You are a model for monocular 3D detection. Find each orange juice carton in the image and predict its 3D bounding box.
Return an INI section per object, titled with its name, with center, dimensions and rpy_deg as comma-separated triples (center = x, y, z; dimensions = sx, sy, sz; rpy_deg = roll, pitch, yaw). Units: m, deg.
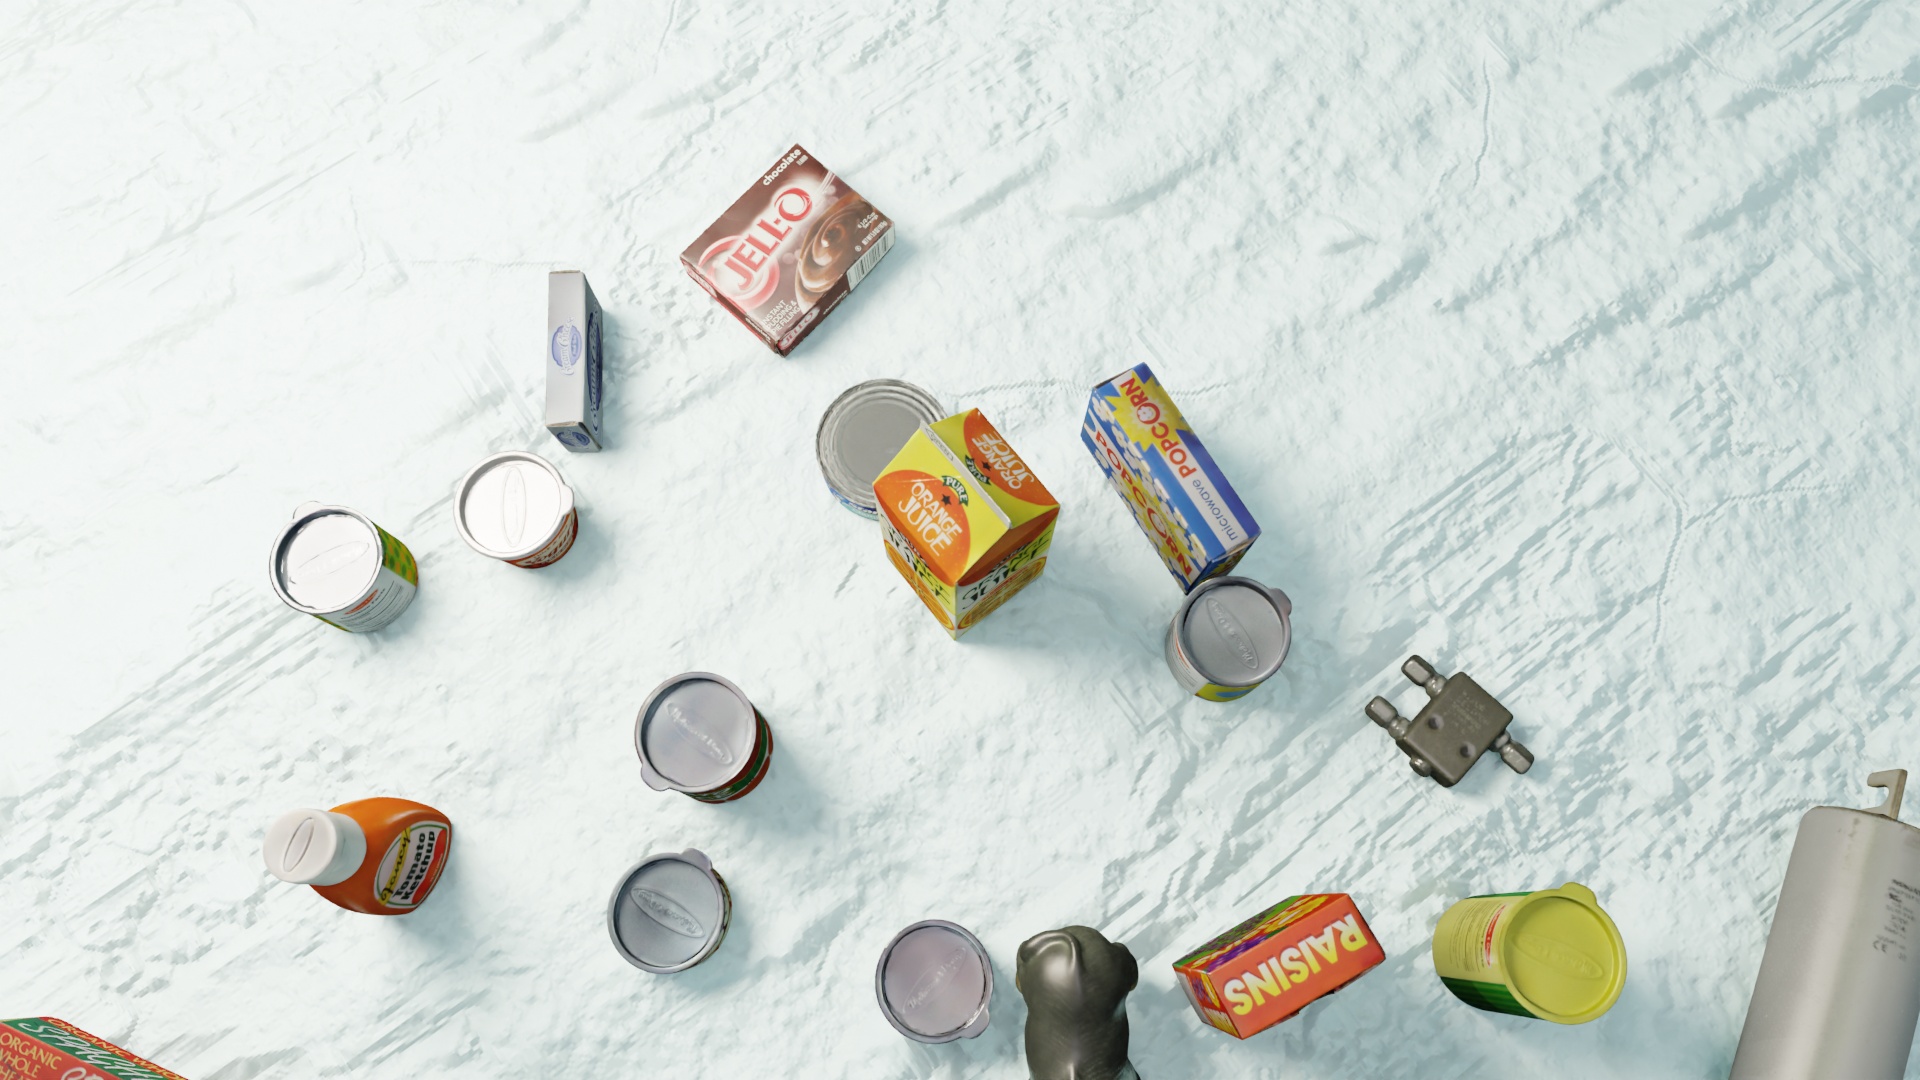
[orange juice carton]
center = 0.003, -0.010, 0.774
dimensions = 0.073, 0.192, 0.072
rpy_deg = -37, 78, -10

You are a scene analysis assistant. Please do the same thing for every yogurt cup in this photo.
[yogurt cup]
center = -0.267, -0.015, 0.846
dimensions = 0.072, 0.053, 0.072
rpy_deg = 0, 74, 0

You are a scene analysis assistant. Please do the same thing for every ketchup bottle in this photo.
[ketchup bottle]
center = -0.322, 0.167, 0.745
dimensions = 0.043, 0.148, 0.065
rpy_deg = 17, 75, 5

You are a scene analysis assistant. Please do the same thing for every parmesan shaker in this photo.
[parmesan shaker]
center = 0.307, 0.222, 0.756
dimensions = 0.071, 0.103, 0.071
rpy_deg = 0, 74, 0

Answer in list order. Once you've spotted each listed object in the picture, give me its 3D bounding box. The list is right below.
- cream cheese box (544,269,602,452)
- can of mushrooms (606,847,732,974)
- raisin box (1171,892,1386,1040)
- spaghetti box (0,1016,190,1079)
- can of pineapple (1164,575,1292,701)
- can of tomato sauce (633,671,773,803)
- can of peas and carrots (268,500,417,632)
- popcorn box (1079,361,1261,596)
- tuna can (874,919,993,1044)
[cream cheese box]
center = -0.242, -0.112, 0.874
dimensions = 0.024, 0.053, 0.104
rpy_deg = -4, 74, -1
[can of mushrooms]
center = -0.164, 0.210, 0.793
dimensions = 0.071, 0.033, 0.071
rpy_deg = 0, 74, 0
[raisin box]
center = 0.166, 0.226, 0.743
dimensions = 0.086, 0.123, 0.040
rpy_deg = -26, 76, -7
[spaghetti box]
center = -0.410, 0.319, 0.752
dimensions = 0.250, 0.050, 0.029
rpy_deg = 21, 76, 6
[can of pineapple]
center = 0.159, 0.059, 0.825
dimensions = 0.071, 0.057, 0.071
rpy_deg = 0, 74, 0
[can of tomato sauce]
center = -0.145, 0.116, 0.794
dimensions = 0.071, 0.083, 0.071
rpy_deg = 0, 74, 0
[can of peas and carrots]
center = -0.370, 0.016, 0.834
dimensions = 0.071, 0.058, 0.071
rpy_deg = 0, 74, 0
[popcorn box]
center = 0.124, -0.035, 0.838
dimensions = 0.038, 0.085, 0.127
rpy_deg = -30, 77, -8
[tuna can]
center = -0.013, 0.250, 0.783
dimensions = 0.071, 0.032, 0.071
rpy_deg = 0, 74, 0
